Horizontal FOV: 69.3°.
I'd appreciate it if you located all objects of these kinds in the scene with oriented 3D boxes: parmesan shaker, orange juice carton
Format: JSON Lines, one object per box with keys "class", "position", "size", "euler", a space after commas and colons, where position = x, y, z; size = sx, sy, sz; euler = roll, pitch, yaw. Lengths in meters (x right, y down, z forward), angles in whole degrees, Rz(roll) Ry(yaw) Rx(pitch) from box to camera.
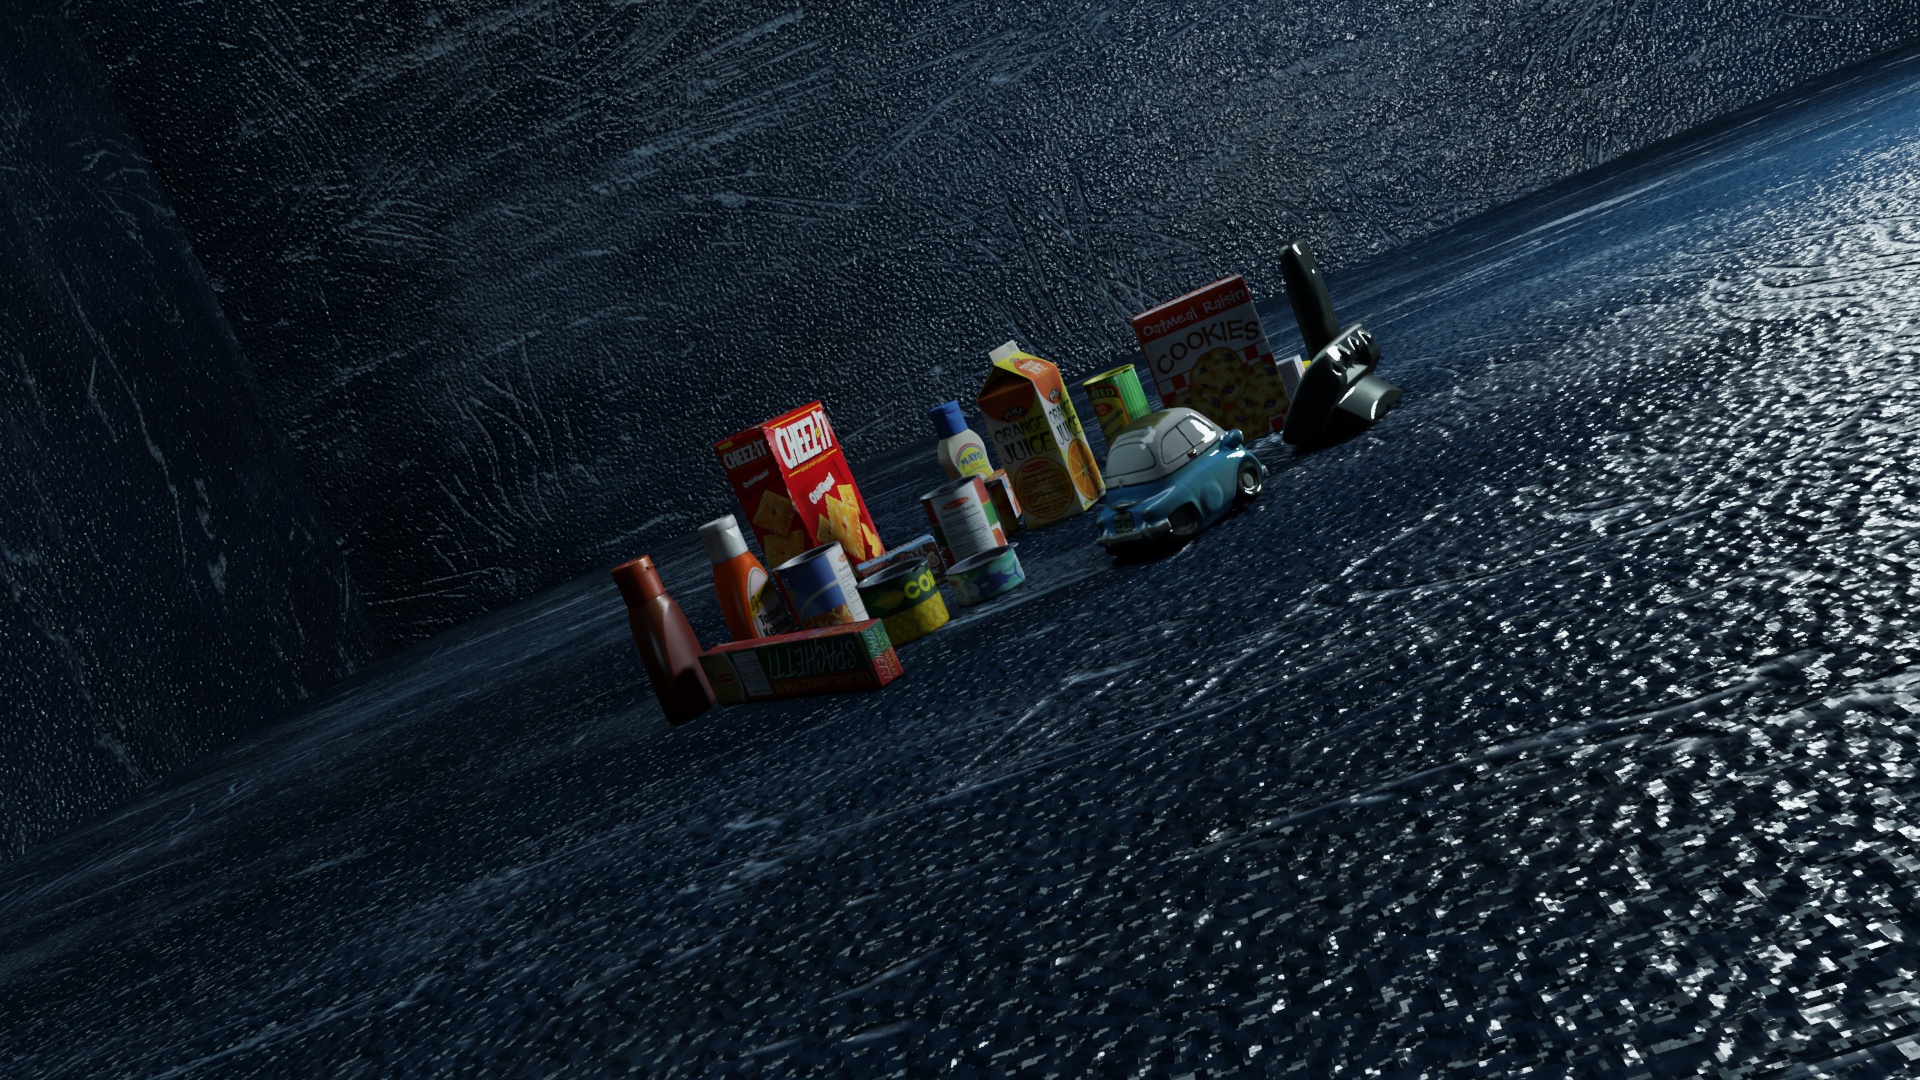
{"class": "parmesan shaker", "position": [0.202, -0.159, 1.717], "size": [0.071, 0.103, 0.071], "euler": [-22, 8, 3]}
{"class": "orange juice carton", "position": [0.079, -0.117, 1.475], "size": [0.073, 0.192, 0.072], "euler": [-18, 9, 30]}

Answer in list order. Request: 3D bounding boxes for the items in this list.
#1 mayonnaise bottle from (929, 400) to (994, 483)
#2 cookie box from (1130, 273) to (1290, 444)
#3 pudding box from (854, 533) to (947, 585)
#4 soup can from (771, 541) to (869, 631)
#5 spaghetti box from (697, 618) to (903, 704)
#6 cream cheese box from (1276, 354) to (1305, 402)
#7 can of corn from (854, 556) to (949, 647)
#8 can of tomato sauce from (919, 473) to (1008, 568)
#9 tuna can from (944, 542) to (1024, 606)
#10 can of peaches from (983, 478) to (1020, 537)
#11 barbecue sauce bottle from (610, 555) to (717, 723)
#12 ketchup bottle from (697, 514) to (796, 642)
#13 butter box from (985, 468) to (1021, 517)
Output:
{"class": "mayonnaise bottle", "position": [0.006, -0.094, 1.670], "size": [0.065, 0.148, 0.041], "euler": [-27, 9, -25]}
{"class": "cookie box", "position": [0.267, -0.181, 1.468], "size": [0.123, 0.167, 0.040], "euler": [-22, 8, 4]}
{"class": "pudding box", "position": [-0.058, 0.032, 1.389], "size": [0.084, 0.049, 0.030], "euler": [-24, 8, -8]}
{"class": "soup can", "position": [-0.133, 0.053, 1.338], "size": [0.071, 0.083, 0.071], "euler": [-22, 8, 3]}
{"class": "spaghetti box", "position": [-0.138, 0.103, 1.152], "size": [0.029, 0.050, 0.249], "euler": [-29, 11, -40]}
{"class": "cream cheese box", "position": [0.346, -0.170, 1.587], "size": [0.103, 0.053, 0.024], "euler": [-17, 10, 36]}
{"class": "can of corn", "position": [-0.048, 0.053, 1.201], "size": [0.071, 0.058, 0.071], "euler": [-22, 8, 3]}
{"class": "can of tomato sauce", "position": [0.005, -0.018, 1.421], "size": [0.071, 0.083, 0.071], "euler": [-22, 8, 3]}
{"class": "tuna can", "position": [0.025, 0.030, 1.242], "size": [0.071, 0.032, 0.071], "euler": [-22, 8, 3]}
{"class": "can of peaches", "position": [0.026, -0.029, 1.521], "size": [0.071, 0.058, 0.071], "euler": [-22, 8, 3]}
{"class": "barbecue sauce bottle", "position": [-0.268, 0.087, 1.254], "size": [0.043, 0.148, 0.065], "euler": [-20, 9, 21]}
{"class": "ketchup bottle", "position": [-0.204, 0.050, 1.318], "size": [0.043, 0.148, 0.065], "euler": [-18, 9, 32]}
{"class": "butter box", "position": [0.051, -0.051, 1.614], "size": [0.024, 0.053, 0.104], "euler": [-21, 9, 14]}
